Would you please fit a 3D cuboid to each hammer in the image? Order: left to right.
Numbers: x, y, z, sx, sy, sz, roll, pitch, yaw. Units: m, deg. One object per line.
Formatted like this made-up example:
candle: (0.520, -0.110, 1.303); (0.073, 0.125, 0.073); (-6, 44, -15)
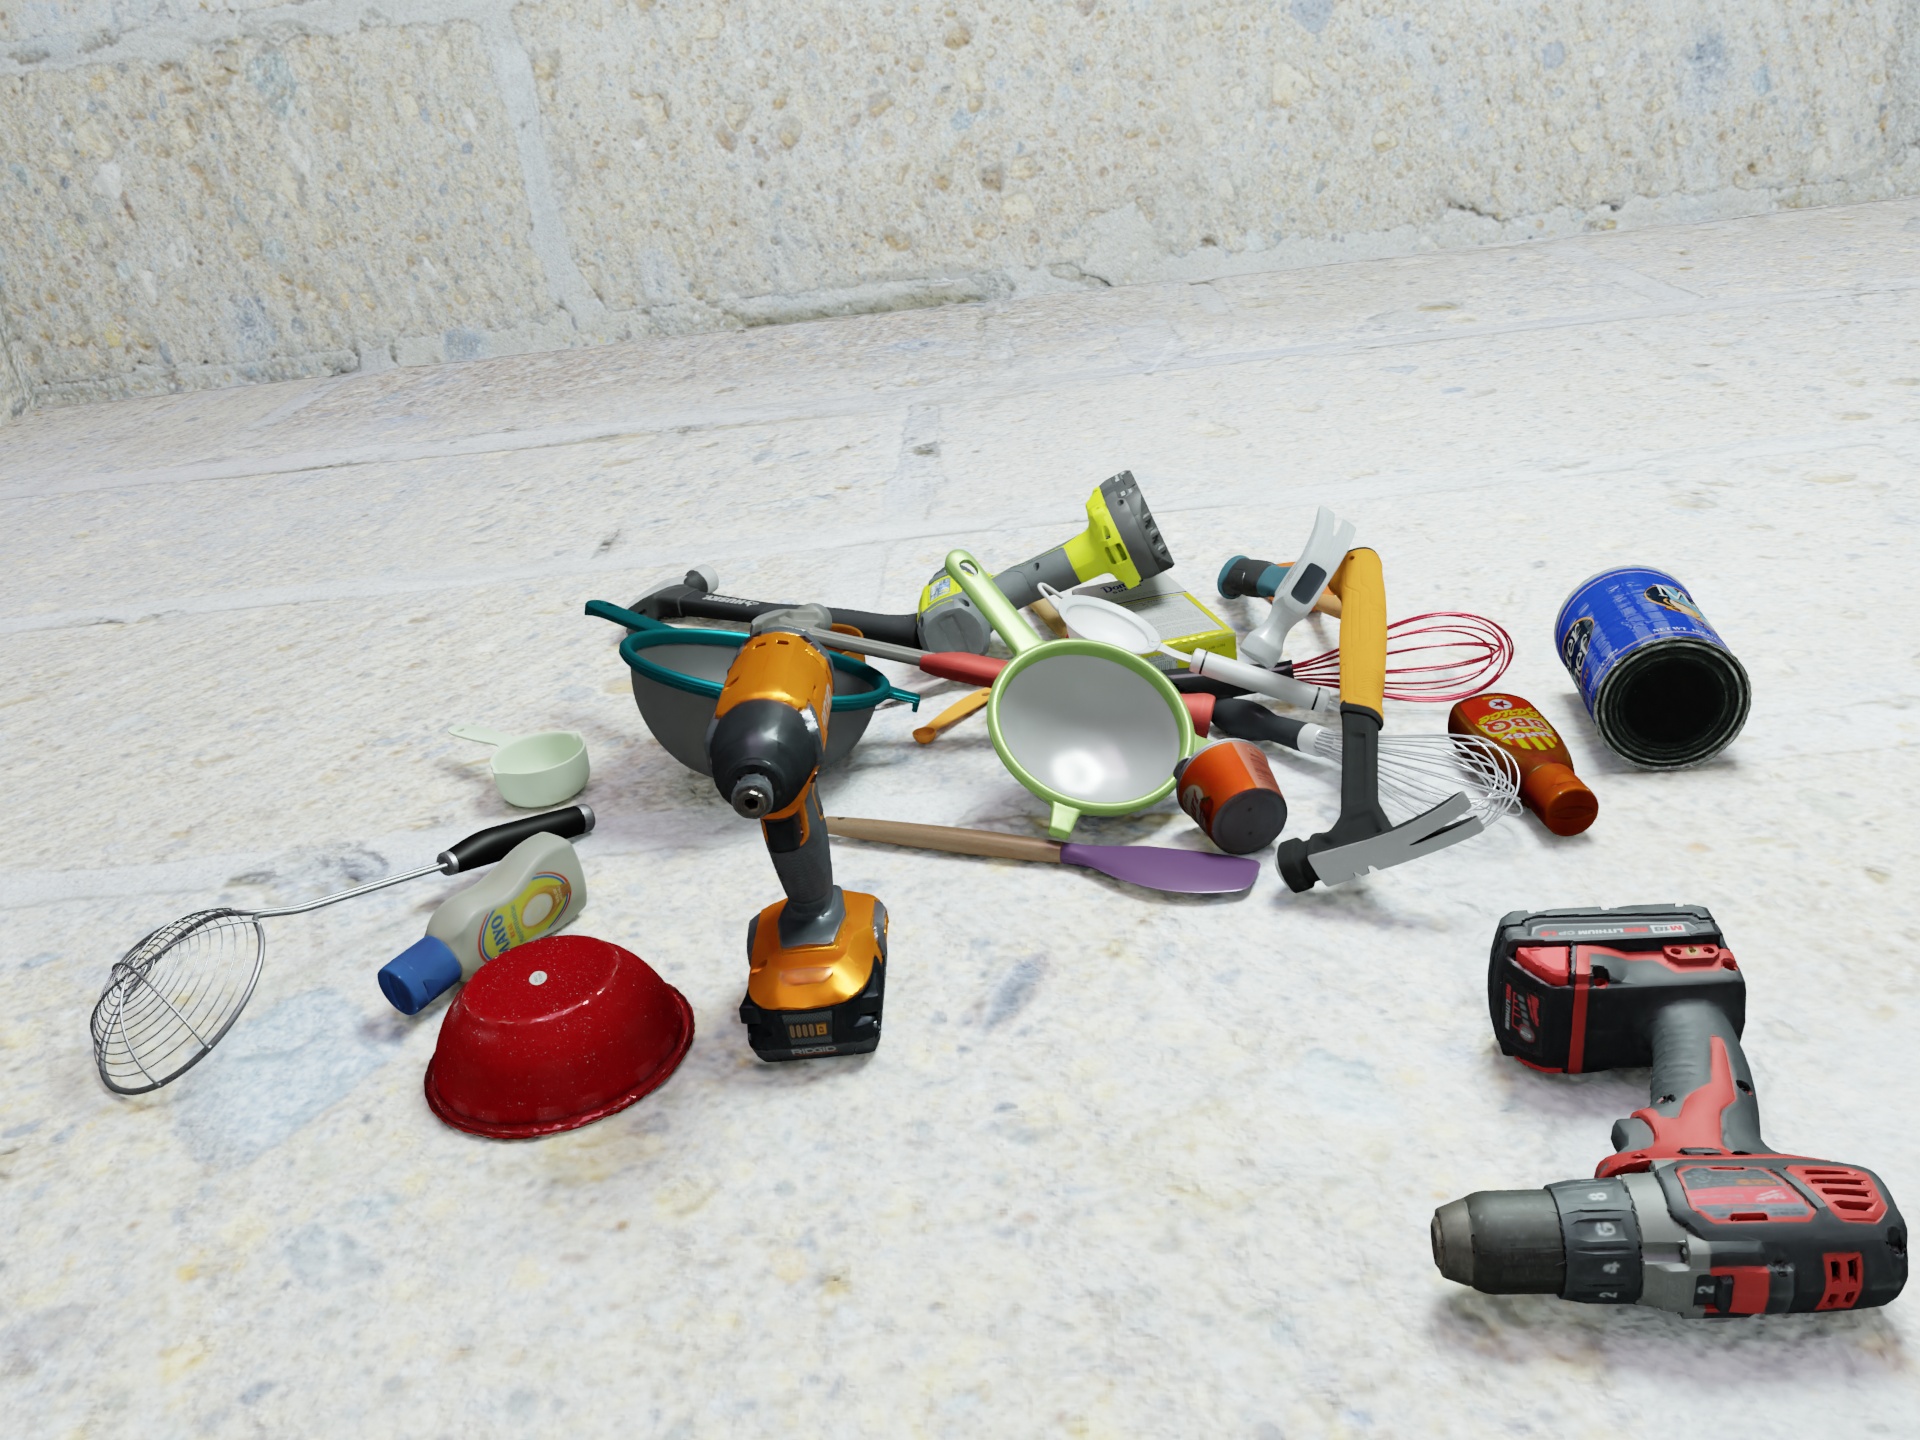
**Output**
hammer: (-0.176, -0.100, 1.538); (0.335, 0.035, 0.146); (9, 29, 31)
hammer: (0.018, -0.037, 1.241); (0.359, 0.036, 0.149); (12, 13, 10)
hammer: (0.255, -0.116, 1.325); (0.033, 0.128, 0.331); (33, 6, -3)
hammer: (0.284, -0.021, 1.100); (0.127, 0.034, 0.337); (-22, 31, 28)

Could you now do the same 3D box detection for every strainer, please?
strainer: (-0.209, -0.020, 1.282); (0.211, 0.095, 0.341); (-3, 17, -46)
strainer: (0.059, -0.020, 1.172); (0.151, 0.069, 0.257); (-24, 62, -25)
strainer: (0.177, -0.046, 1.236); (0.258, 0.050, 0.087); (18, 28, 10)

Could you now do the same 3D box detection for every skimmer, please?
skimmer: (-0.402, 0.143, 1.088); (0.127, 0.090, 0.363); (11, 20, 40)

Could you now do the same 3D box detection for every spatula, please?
spatula: (0.046, 0.089, 1.091); (0.316, 0.018, 0.060); (5, 23, 24)
spatula: (0.314, -0.108, 1.362); (0.081, 0.041, 0.323); (-7, 8, 1)

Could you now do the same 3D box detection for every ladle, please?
ladle: (0.095, -0.081, 1.410); (0.031, 0.069, 0.316); (13, 14, -16)

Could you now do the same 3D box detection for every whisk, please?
whisk: (0.283, -0.040, 1.258); (0.296, 0.073, 0.073); (-7, 24, 14)
whisk: (0.277, 0.021, 1.134); (0.070, 0.070, 0.285); (-22, 24, -29)

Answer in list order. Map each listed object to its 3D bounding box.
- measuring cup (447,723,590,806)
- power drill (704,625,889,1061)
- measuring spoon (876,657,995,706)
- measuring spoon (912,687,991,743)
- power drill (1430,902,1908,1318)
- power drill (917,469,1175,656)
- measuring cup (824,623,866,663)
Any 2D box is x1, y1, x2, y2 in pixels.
measuring cup: (-0.368, 0.033, 1.304); (0.168, 0.038, 0.083); (13, 31, 40)
power drill: (-0.095, 0.079, 0.901); (0.084, 0.226, 0.164); (-6, 25, 3)
measuring spoon: (-0.025, -0.026, 1.369); (0.124, 0.018, 0.034); (-19, 20, -9)
measuring spoon: (-0.002, -0.004, 1.318); (0.021, 0.011, 0.117); (10, 26, 32)
power drill: (0.307, 0.185, 0.752); (0.188, 0.080, 0.227); (-4, 28, 8)
power drill: (0.066, -0.136, 1.425); (0.228, 0.080, 0.191); (-25, 18, 9)
measuring cup: (-0.166, -0.041, 1.391); (0.173, 0.052, 0.095); (-5, 25, 9)
